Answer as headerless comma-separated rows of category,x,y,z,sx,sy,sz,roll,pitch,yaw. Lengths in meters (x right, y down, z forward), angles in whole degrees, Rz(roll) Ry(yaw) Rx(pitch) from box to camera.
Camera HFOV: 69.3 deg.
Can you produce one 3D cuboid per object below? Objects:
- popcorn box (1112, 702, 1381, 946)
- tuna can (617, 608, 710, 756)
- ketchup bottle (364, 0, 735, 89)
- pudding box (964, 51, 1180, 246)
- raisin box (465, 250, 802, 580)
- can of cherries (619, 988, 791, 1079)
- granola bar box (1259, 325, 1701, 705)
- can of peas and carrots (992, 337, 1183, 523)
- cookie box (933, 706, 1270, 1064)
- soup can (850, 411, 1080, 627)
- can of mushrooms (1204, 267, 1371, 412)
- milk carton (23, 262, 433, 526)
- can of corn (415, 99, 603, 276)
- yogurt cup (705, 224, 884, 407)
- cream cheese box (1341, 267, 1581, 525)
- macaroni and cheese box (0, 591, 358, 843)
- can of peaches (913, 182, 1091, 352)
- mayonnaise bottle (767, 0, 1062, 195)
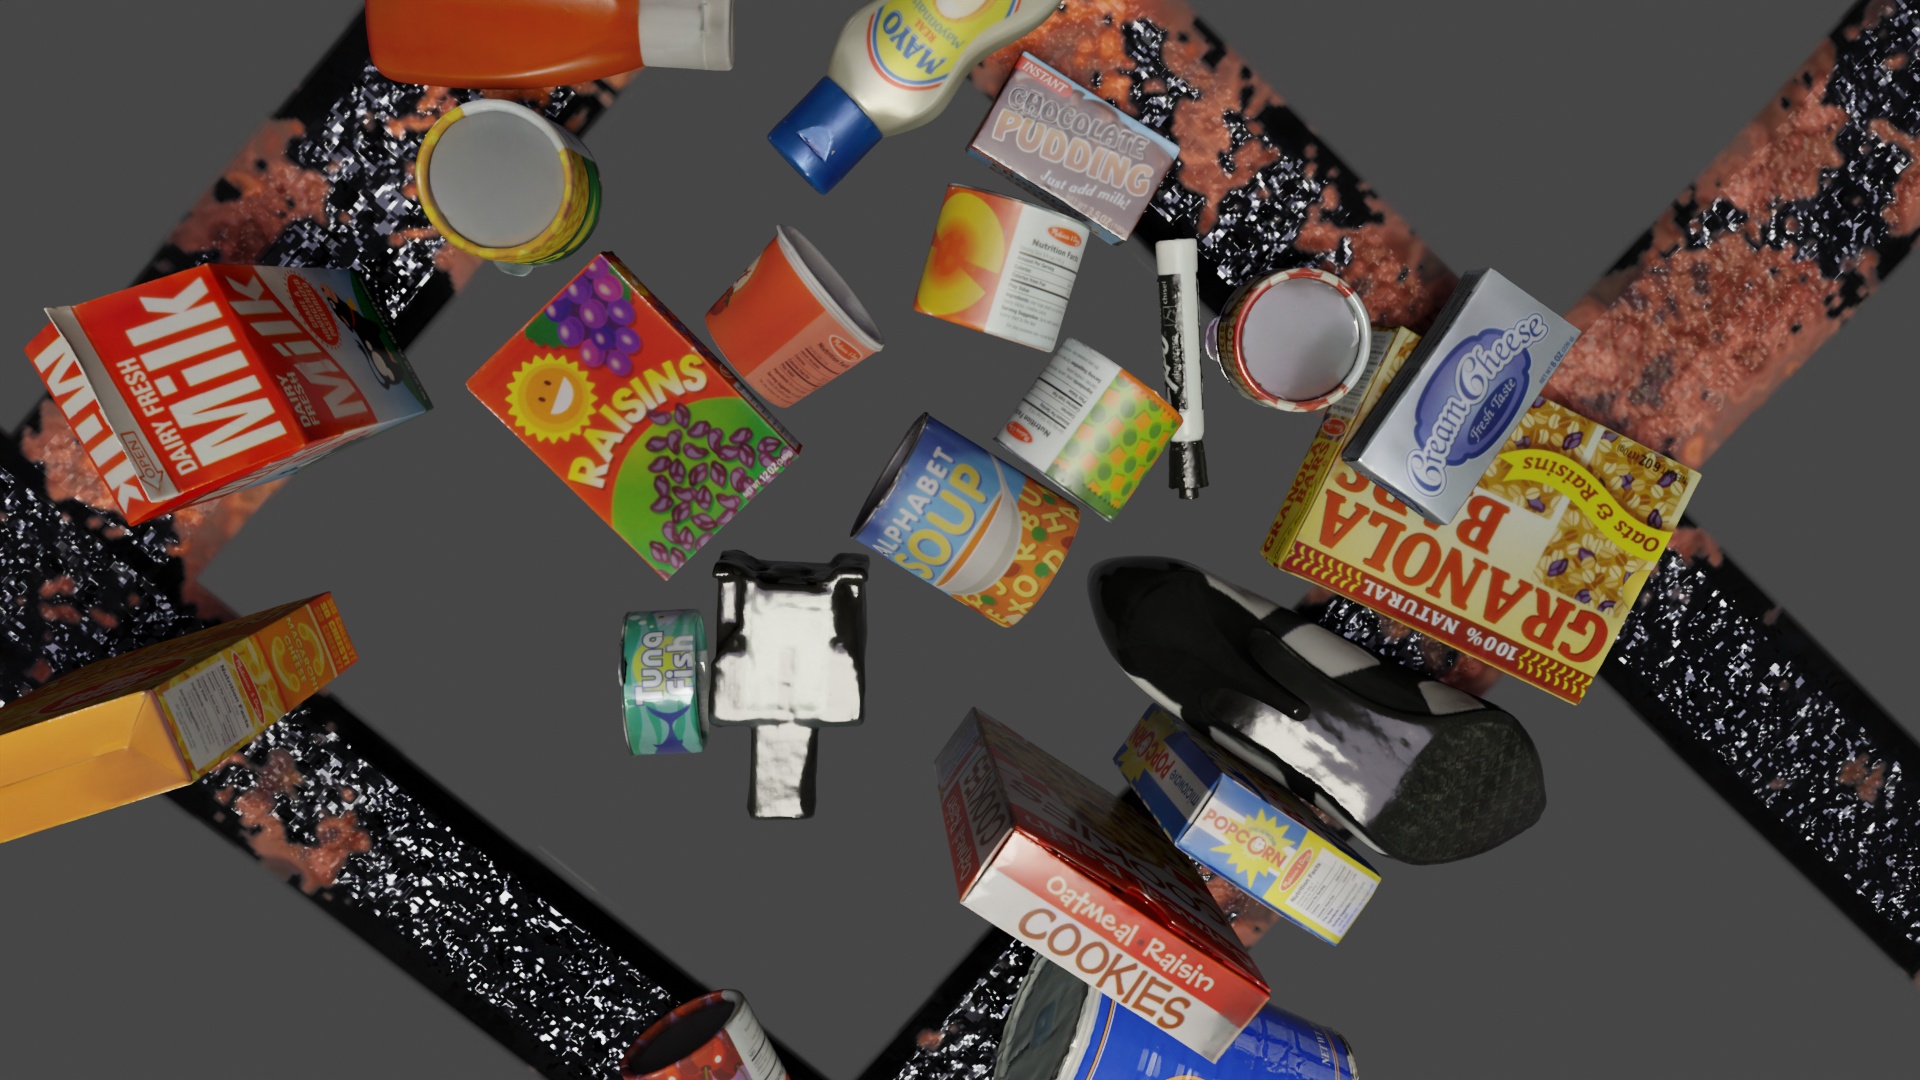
popcorn box,0.124,0.124,0.627,0.085,0.127,0.038,33,93,-8
tuna can,-0.133,0.063,0.628,0.033,0.071,0.071,-3,99,-5
ketchup bottle,-0.173,-0.224,0.594,0.149,0.043,0.064,2,100,-5
pudding box,0.050,-0.175,0.624,0.084,0.030,0.049,30,95,-8
raisin box,-0.144,-0.056,0.625,0.086,0.040,0.123,-44,100,4
can of cherries,-0.122,0.258,0.660,0.071,0.071,0.058,-26,100,1
granola bar box,0.245,-0.012,0.659,0.165,0.039,0.124,24,97,-7
can of peas and carrots,0.059,-0.049,0.628,0.071,0.071,0.058,35,95,-8
cookie box,0.053,0.140,0.603,0.123,0.168,0.040,34,95,-9
soup can,0.002,-0.008,0.626,0.084,0.071,0.071,31,96,-8
can of mushrooms,0.151,-0.093,0.643,0.071,0.033,0.071,-1,100,-4
milk carton,-0.281,-0.059,0.537,0.073,0.191,0.072,-25,100,1
can of corn,-0.193,-0.150,0.597,0.071,0.058,0.071,-1,99,-4
yogurt cup,-0.075,-0.096,0.612,0.054,0.072,0.072,-38,100,11
cream cheese box,0.221,-0.064,0.617,0.053,0.024,0.103,33,93,-6
macaroni and cheese box,-0.339,0.073,0.566,0.124,0.167,0.040,-17,100,-1
can of peaches,0.016,-0.120,0.614,0.071,0.071,0.058,16,98,-6
mayonnaise bottle,-0.020,-0.216,0.607,0.148,0.041,0.064,-45,101,3
